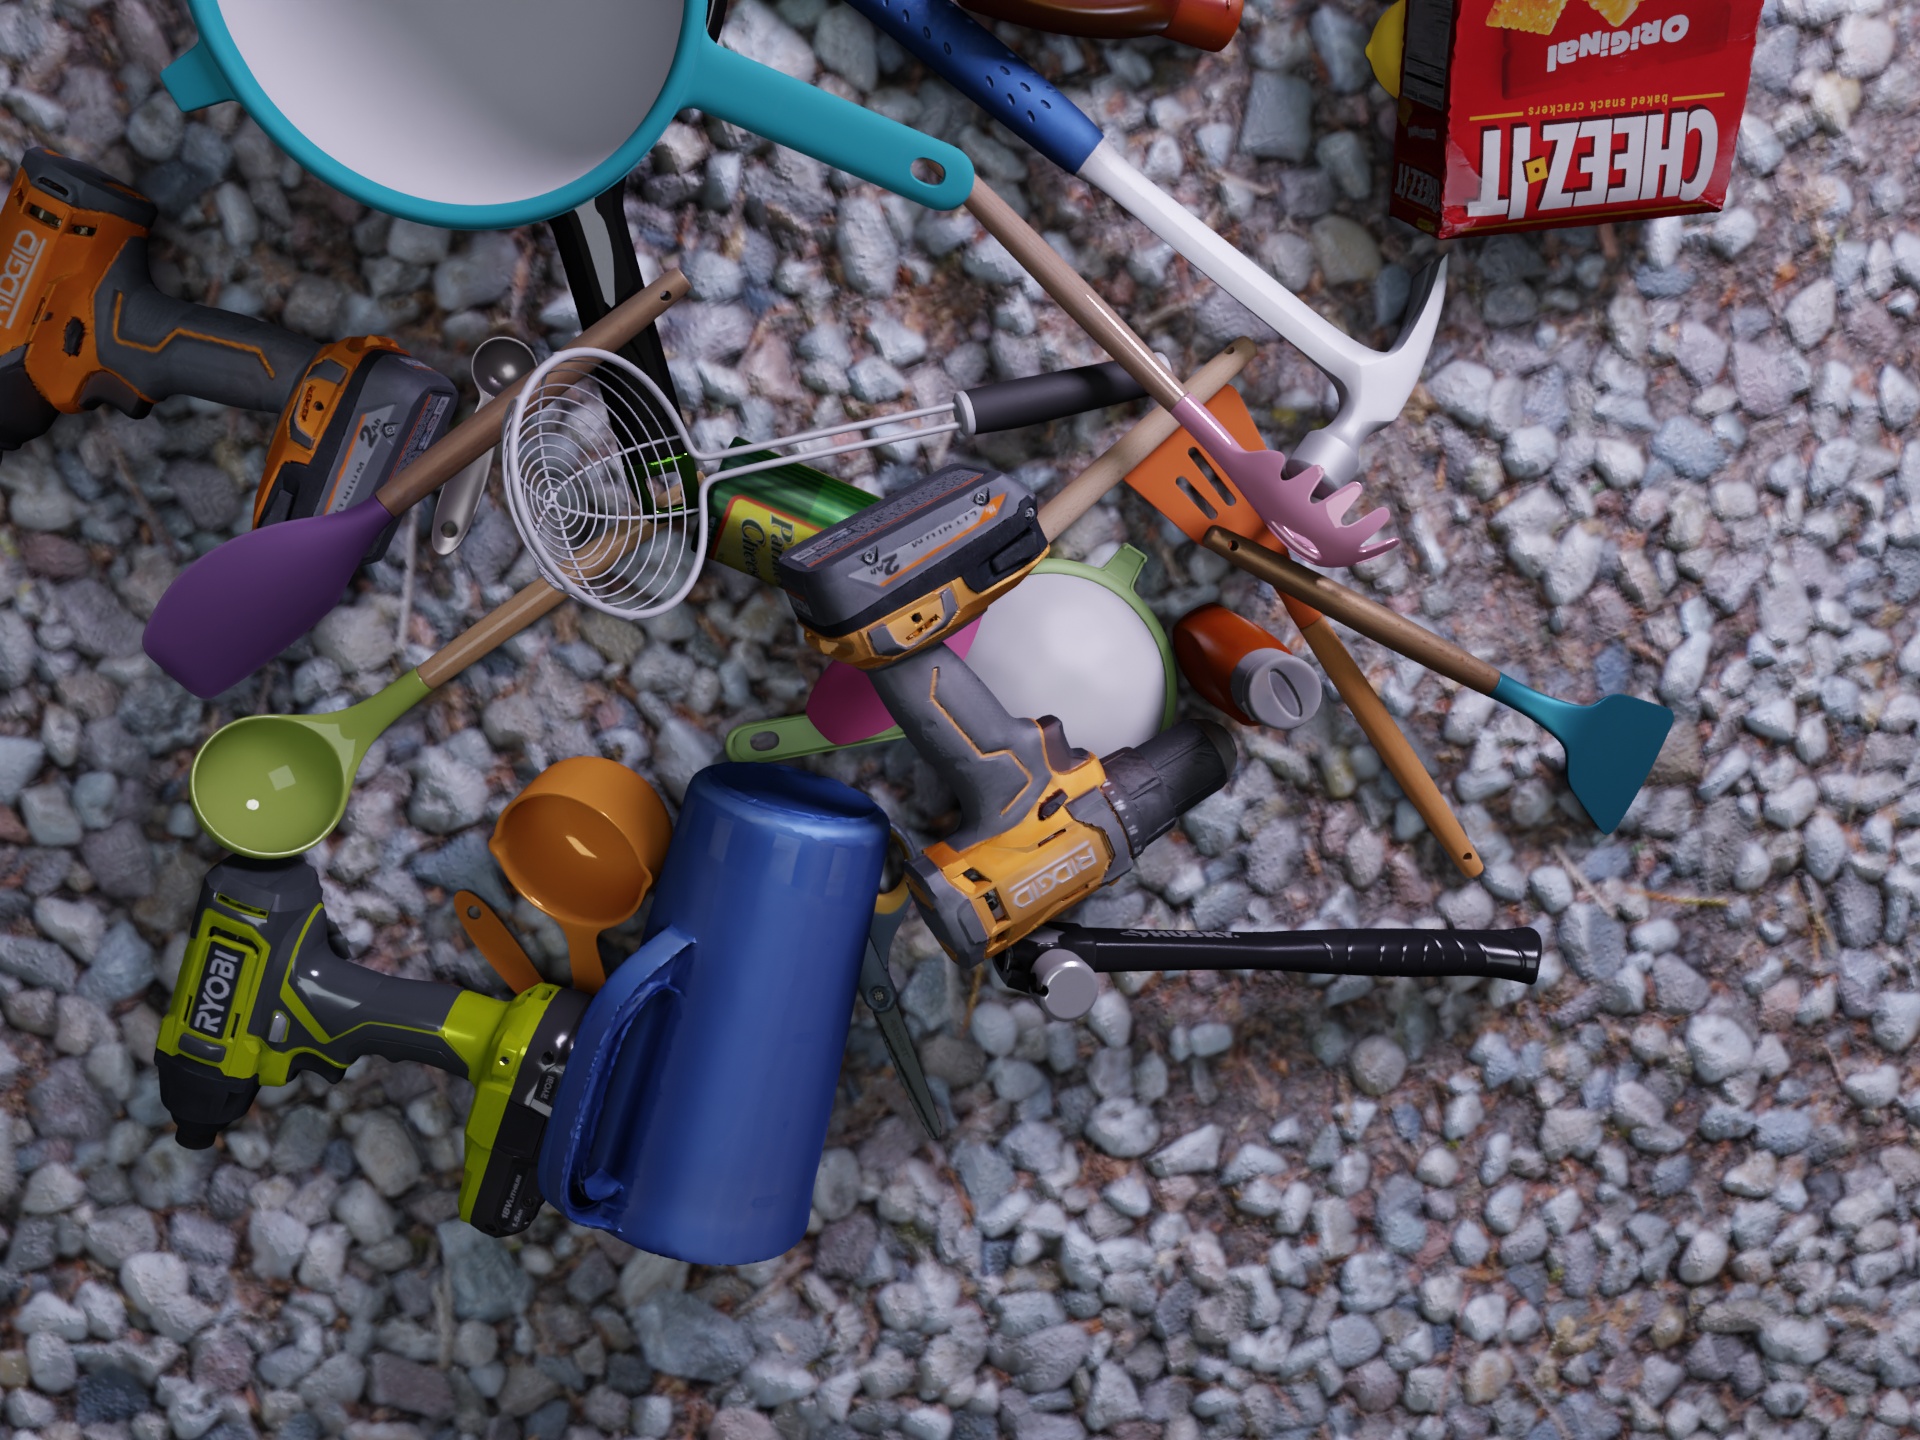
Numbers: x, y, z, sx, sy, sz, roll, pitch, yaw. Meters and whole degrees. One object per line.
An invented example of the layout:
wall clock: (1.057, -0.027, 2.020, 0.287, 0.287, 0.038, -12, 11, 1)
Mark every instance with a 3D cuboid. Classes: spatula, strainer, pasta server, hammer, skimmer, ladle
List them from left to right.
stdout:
spatula: (-0.260, -0.122, 0.772, 0.316, 0.018, 0.059, -38, 124, -3)
ladle: (-0.266, -0.036, 0.846, 0.320, 0.062, 0.078, -35, 100, -1)
strainer: (-0.155, -0.306, 0.700, 0.340, 0.095, 0.211, 18, 112, -16)
skimmer: (-0.043, -0.142, 0.782, 0.363, 0.090, 0.127, -16, 97, -19)
strainer: (-0.001, -0.003, 0.865, 0.256, 0.069, 0.151, -10, 100, -5)
hammer: (0.080, -0.294, 0.836, 0.405, 0.035, 0.144, 37, 83, -7)
pasta server: (0.101, -0.190, 0.829, 0.040, 0.060, 0.316, -44, 87, -8)
hammer: (0.177, 0.127, 0.889, 0.334, 0.146, 0.035, 3, 99, -17)
spatula: (0.208, -0.039, 0.903, 0.081, 0.041, 0.322, -36, 104, 0)
spatula: (0.269, -0.032, 0.887, 0.317, 0.044, 0.082, 26, 94, -11)

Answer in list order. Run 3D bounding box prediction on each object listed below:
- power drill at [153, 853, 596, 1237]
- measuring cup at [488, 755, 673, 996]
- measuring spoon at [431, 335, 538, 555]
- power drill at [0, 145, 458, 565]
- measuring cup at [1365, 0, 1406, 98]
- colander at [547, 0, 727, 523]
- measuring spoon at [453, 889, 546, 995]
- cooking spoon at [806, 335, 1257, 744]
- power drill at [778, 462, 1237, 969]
power drill: (-0.317, 0.186, 0.864, 0.223, 0.080, 0.171, 21, 104, -2)
measuring cup: (-0.199, 0.097, 0.879, 0.095, 0.052, 0.173, 9, 125, 14)
measuring spoon: (-0.259, -0.147, 0.852, 0.034, 0.018, 0.124, 19, 104, -22)
power drill: (-0.393, -0.162, 0.805, 0.226, 0.084, 0.164, 28, 98, -5)
measuring cup: (0.250, -0.410, 0.842, 0.062, 0.029, 0.156, -2, 99, -4)
colander: (-0.196, -0.297, 0.800, 0.204, 0.095, 0.396, -13, 113, -1)
measuring spoon: (-0.247, 0.142, 0.900, 0.021, 0.011, 0.117, -35, 97, 10)
cooking spoon: (0.041, -0.102, 0.861, 0.319, 0.069, 0.017, -42, 140, -5)
power drill: (0.031, -0.012, 0.786, 0.185, 0.084, 0.226, -29, 111, -13)
